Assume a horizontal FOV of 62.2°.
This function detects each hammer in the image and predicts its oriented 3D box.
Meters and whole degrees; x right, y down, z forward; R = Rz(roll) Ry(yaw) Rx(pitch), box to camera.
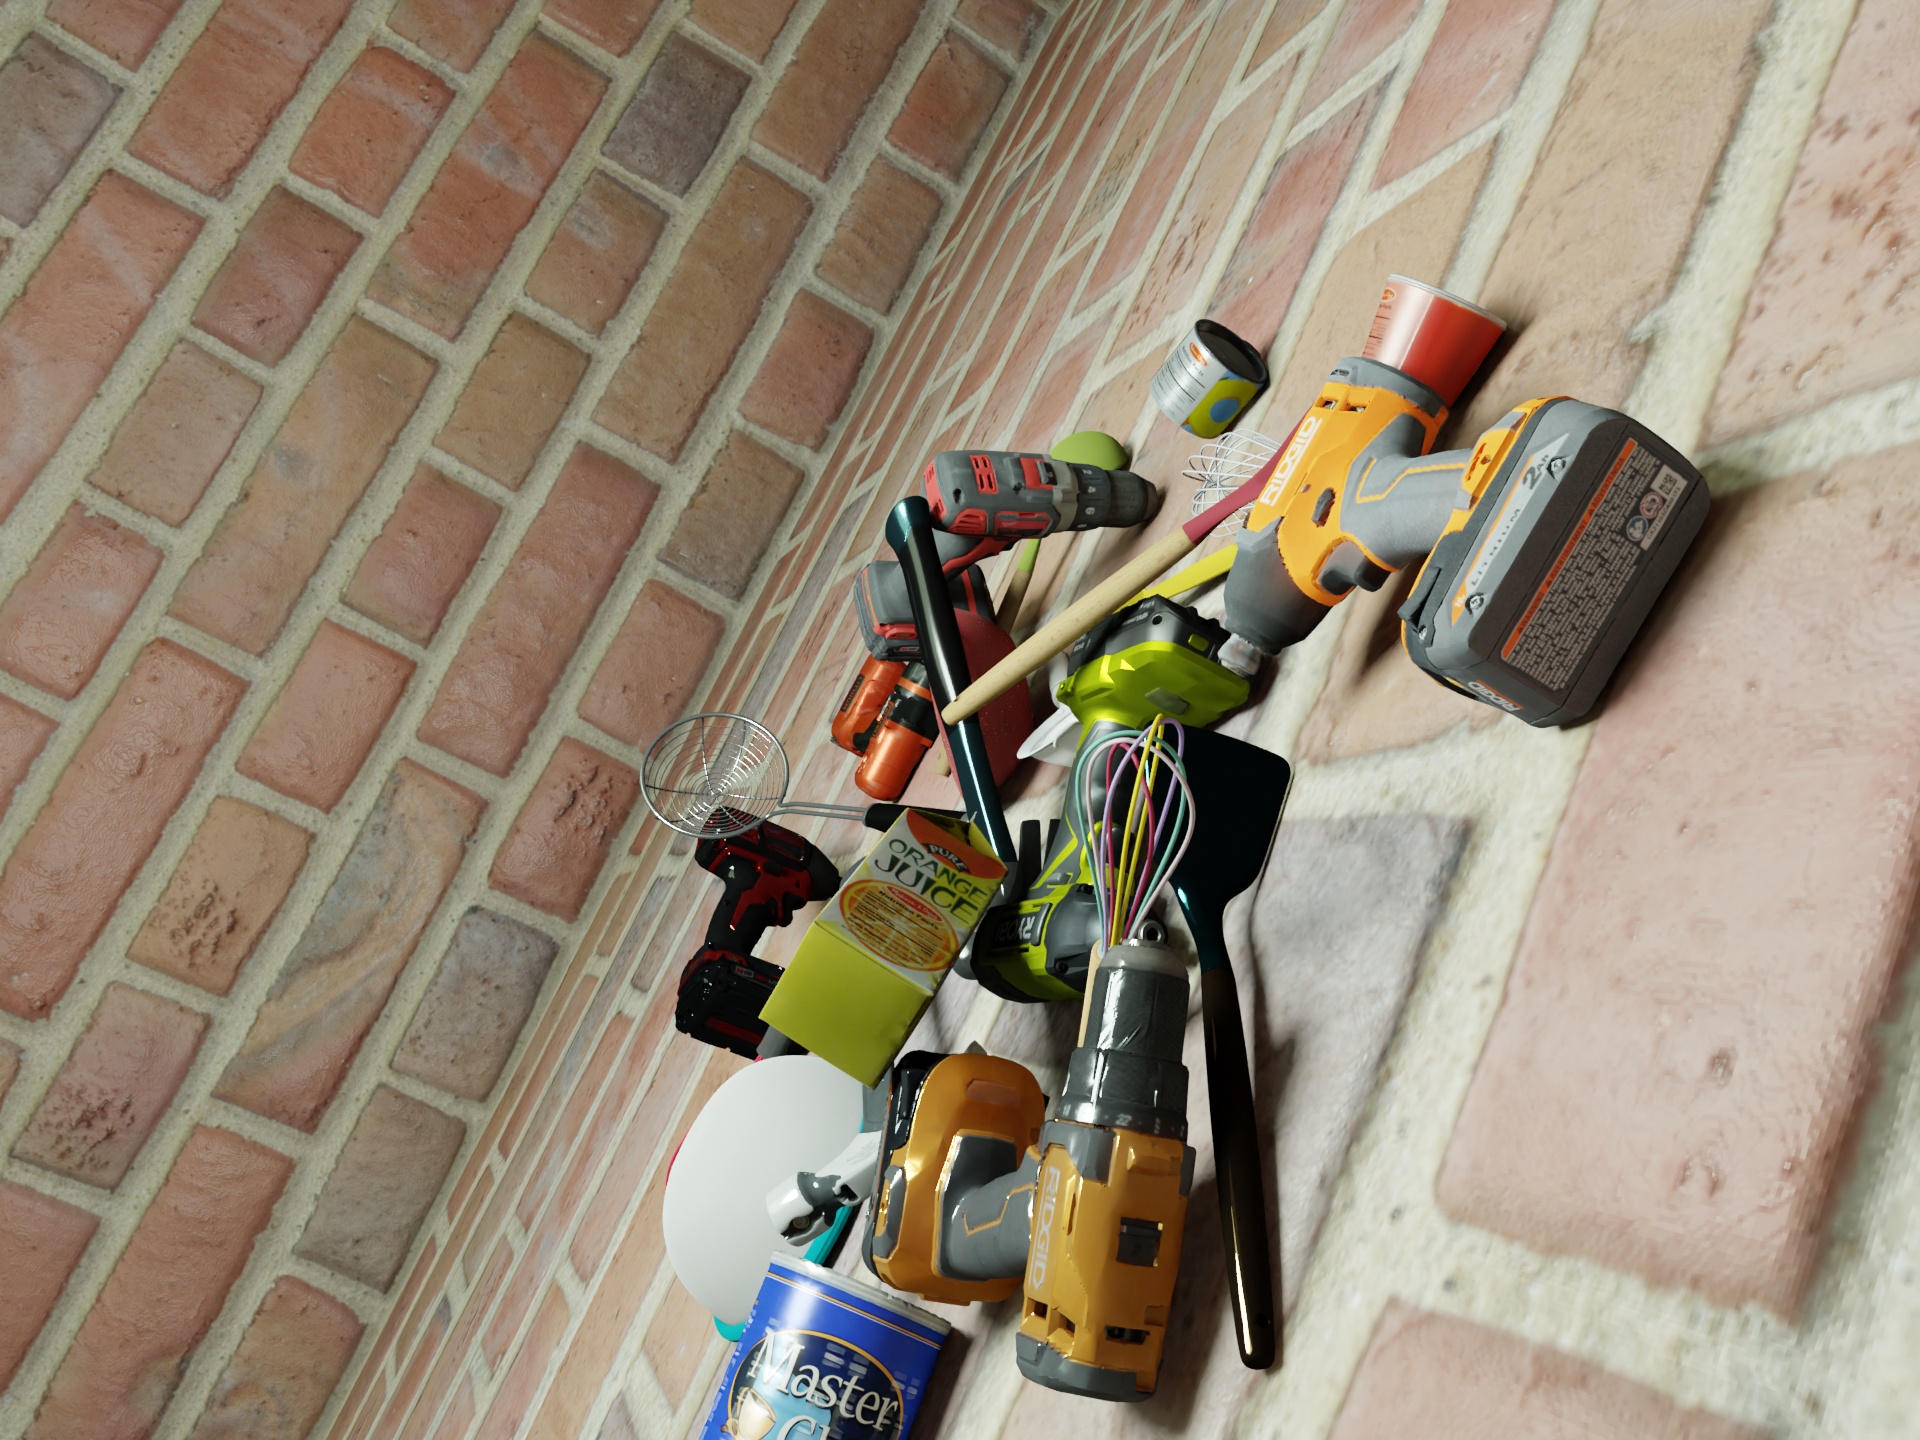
[{"bbox_3d":[-0.002,-0.003,1.067,0.128,0.033,0.331,-46,51,49],"label":"hammer"},{"bbox_3d":[-0.054,0.178,1.053,0.149,0.036,0.409,-36,17,7],"label":"hammer"}]

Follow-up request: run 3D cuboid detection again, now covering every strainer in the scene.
[{"bbox_3d":[0.077,-0.014,1.116,0.087,0.050,0.258,-36,14,9],"label":"strainer"},{"bbox_3d":[-0.120,0.263,1.136,0.340,0.095,0.211,-62,15,-12],"label":"strainer"}]

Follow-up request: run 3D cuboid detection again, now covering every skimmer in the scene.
[{"bbox_3d":[-0.124,0.052,1.281,0.363,0.090,0.127,2,44,48],"label":"skimmer"}]

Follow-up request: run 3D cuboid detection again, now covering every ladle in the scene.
[{"bbox_3d":[0.055,-0.097,1.349,0.320,0.062,0.078,-67,17,2],"label":"ladle"},{"bbox_3d":[0.108,-0.088,0.891,0.315,0.031,0.069,-37,19,23],"label":"ladle"}]

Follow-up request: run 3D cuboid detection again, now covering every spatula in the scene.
[{"bbox_3d":[0.120,0.129,0.709,0.318,0.082,0.044,-87,18,-48],"label":"spatula"}]

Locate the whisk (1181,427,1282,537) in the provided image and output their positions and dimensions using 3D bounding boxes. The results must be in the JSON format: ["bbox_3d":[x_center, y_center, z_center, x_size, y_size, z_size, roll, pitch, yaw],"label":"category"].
[{"bbox_3d":[0.204,-0.134,0.899,0.070,0.070,0.285,-61,20,-1],"label":"whisk"}]

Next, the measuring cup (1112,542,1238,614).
[{"bbox_3d":[0.147,-0.080,1.054,0.156,0.029,0.062,-27,35,43],"label":"measuring cup"}]

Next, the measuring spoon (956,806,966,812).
[{"bbox_3d":[0.005,0.110,1.176,0.034,0.018,0.124,-34,31,18],"label":"measuring spoon"}]

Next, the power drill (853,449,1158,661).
[{"bbox_3d":[0.030,-0.132,1.241,0.226,0.187,0.080,-47,51,54],"label":"power drill"}]

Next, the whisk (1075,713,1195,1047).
[{"bbox_3d":[0.073,0.096,0.747,0.047,0.051,0.244,-105,14,-49],"label":"whisk"}]

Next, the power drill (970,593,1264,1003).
[{"bbox_3d":[0.090,0.050,0.900,0.171,0.080,0.223,-26,42,64],"label":"power drill"}]

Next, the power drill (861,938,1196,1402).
[{"bbox_3d":[0.035,0.197,0.740,0.226,0.084,0.185,158,124,-66],"label":"power drill"}]

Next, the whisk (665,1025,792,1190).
[{"bbox_3d":[-0.157,0.278,1.245,0.296,0.073,0.073,-64,15,10],"label":"whisk"}]

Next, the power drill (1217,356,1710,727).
[{"bbox_3d":[0.199,-0.073,0.709,0.164,0.084,0.227,-61,23,6],"label":"power drill"}]

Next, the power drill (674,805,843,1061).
[{"bbox_3d":[-0.167,0.181,1.376,0.078,0.143,0.220,-49,26,34],"label":"power drill"}]
